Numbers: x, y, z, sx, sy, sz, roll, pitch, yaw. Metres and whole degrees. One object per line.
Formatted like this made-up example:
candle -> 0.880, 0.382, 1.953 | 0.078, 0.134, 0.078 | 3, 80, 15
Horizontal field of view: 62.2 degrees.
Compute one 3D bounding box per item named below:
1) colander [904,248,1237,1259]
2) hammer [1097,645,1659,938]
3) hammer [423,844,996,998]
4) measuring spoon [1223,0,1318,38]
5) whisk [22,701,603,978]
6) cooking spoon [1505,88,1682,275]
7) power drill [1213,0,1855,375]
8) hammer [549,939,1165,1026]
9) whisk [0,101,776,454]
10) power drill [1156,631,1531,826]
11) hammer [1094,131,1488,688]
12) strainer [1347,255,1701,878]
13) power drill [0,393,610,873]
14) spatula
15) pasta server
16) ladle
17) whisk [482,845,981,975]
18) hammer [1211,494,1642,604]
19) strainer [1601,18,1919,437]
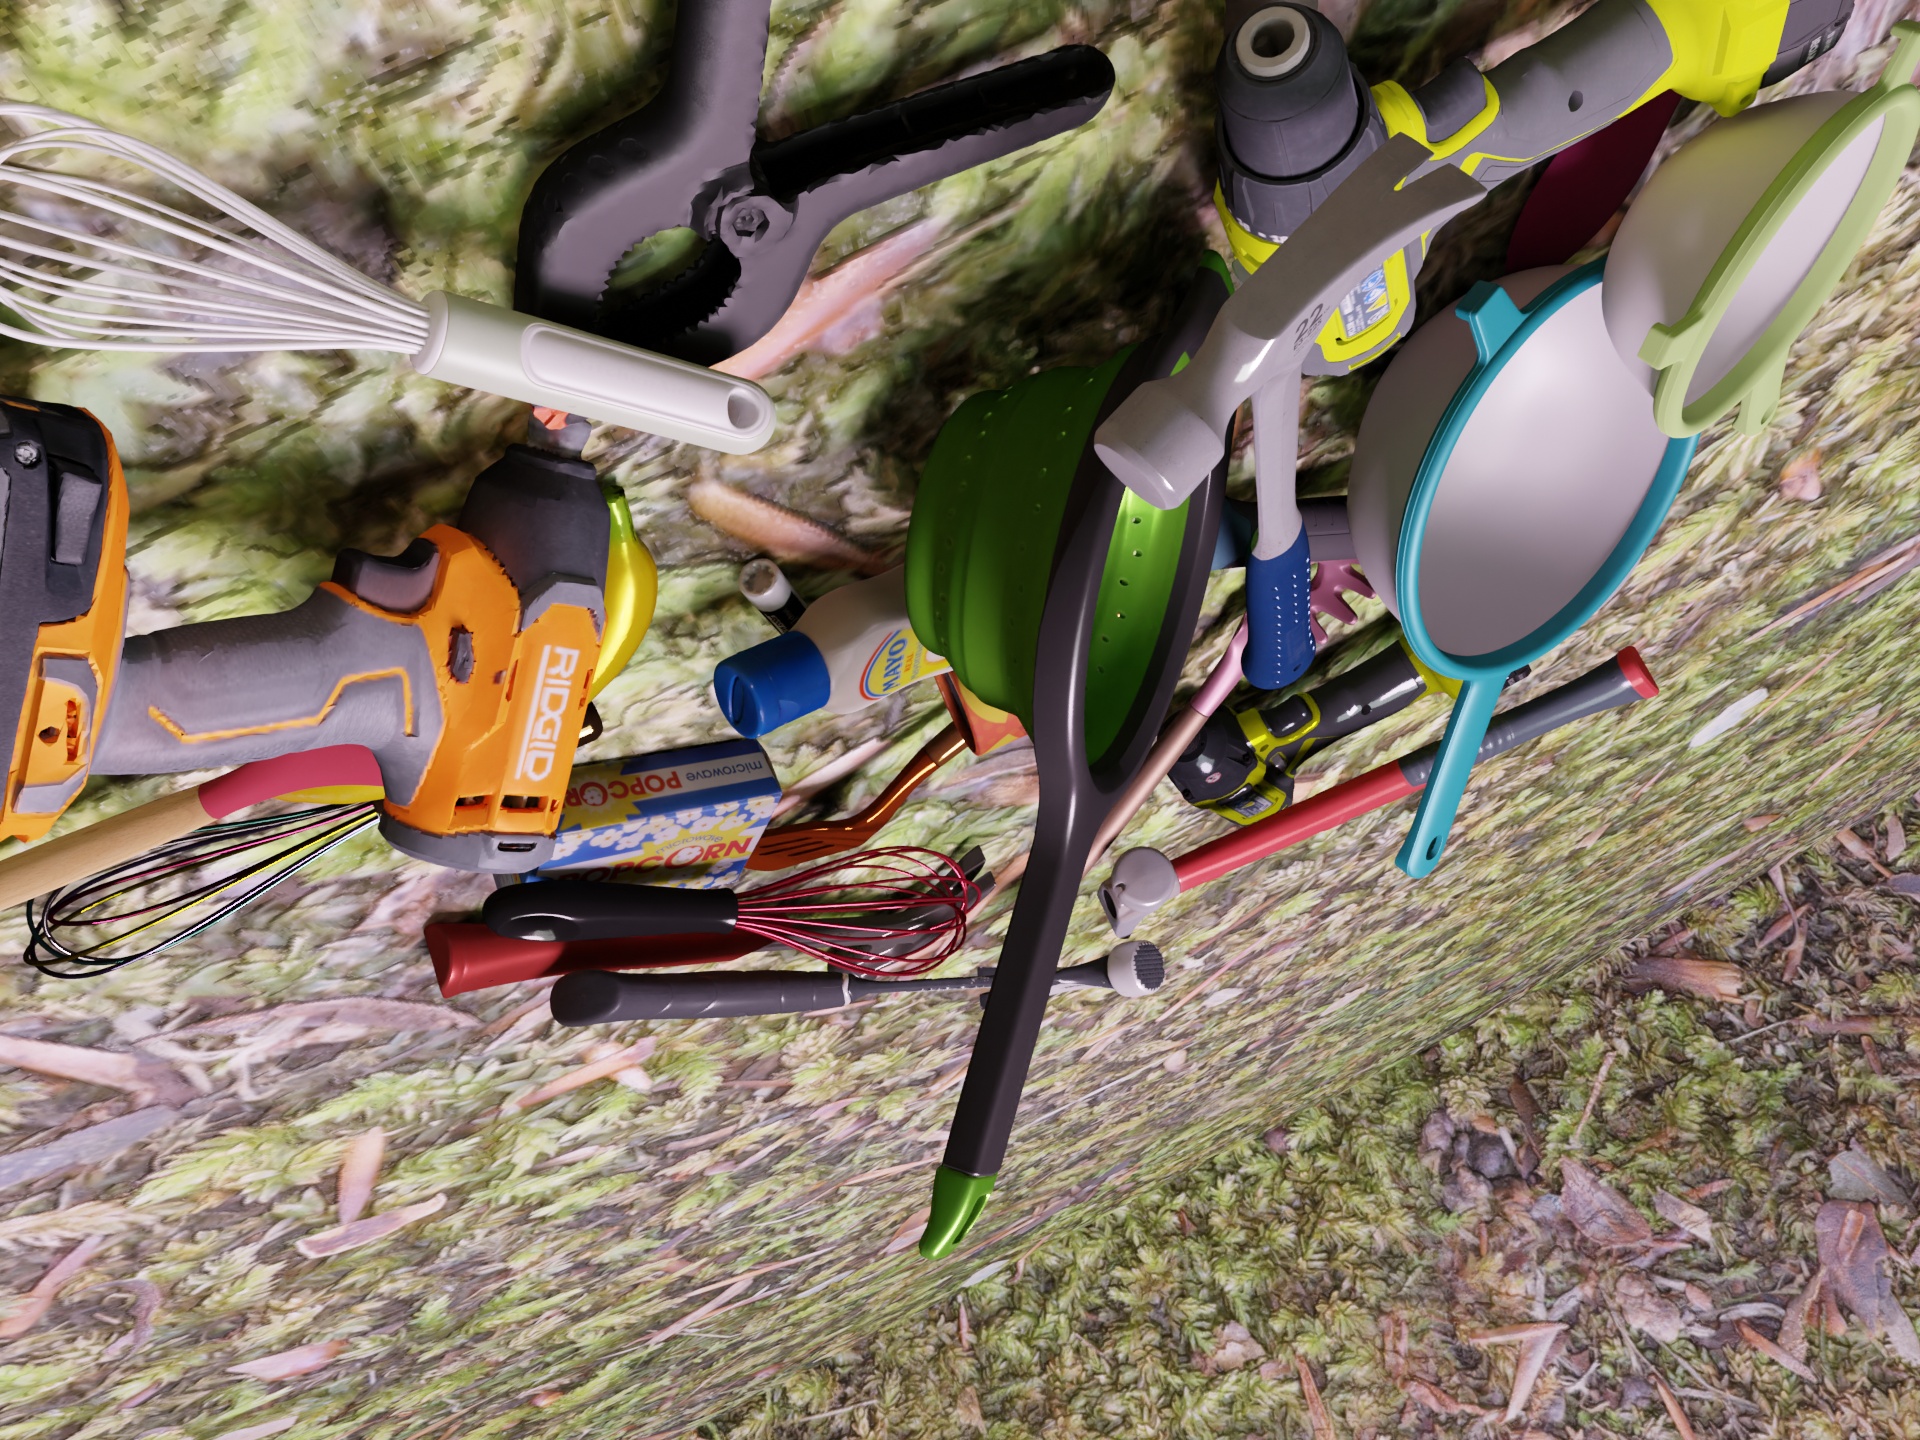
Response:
colander -> 0.016, 0.006, 0.636 | 0.204, 0.094, 0.397 | 33, 73, -71
hammer -> 0.270, 0.046, 1.031 | 0.386, 0.038, 0.143 | -23, 164, -6
hammer -> -0.141, 0.124, 0.932 | 0.358, 0.037, 0.149 | 5, 142, -48
measuring spoon -> 0.081, -0.243, 0.509 | 0.034, 0.018, 0.124 | -43, 151, 27
whisk -> -0.269, 0.043, 0.672 | 0.245, 0.051, 0.047 | -24, 176, -17
cooking spoon -> 0.316, -0.301, 0.633 | 0.068, 0.017, 0.318 | -14, 151, -28
power drill -> 0.193, -0.232, 0.559 | 0.228, 0.080, 0.190 | -33, 159, 10
hammer -> -0.060, 0.162, 0.971 | 0.408, 0.036, 0.149 | 6, 163, -43
whisk -> -0.157, -0.112, 0.446 | 0.246, 0.058, 0.059 | 8, 175, -39
power drill -> 0.235, -0.015, 1.008 | 0.223, 0.080, 0.171 | -33, 155, 16
hammer -> 0.135, -0.084, 0.655 | 0.144, 0.035, 0.405 | -47, 163, -2
strainer -> 0.250, -0.078, 0.804 | 0.211, 0.095, 0.340 | -14, 128, -33
power drill -> -0.211, -0.037, 0.498 | 0.226, 0.084, 0.164 | 7, 101, -49
spatula -> -0.001, -0.003, 0.862 | 0.322, 0.041, 0.081 | -39, 154, 12
pasta server -> 0.127, 0.018, 0.936 | 0.060, 0.040, 0.316 | 23, 113, -33
ladle -> -0.310, 0.039, 0.606 | 0.315, 0.031, 0.069 | -22, 119, 2
whisk -> -0.105, 0.099, 0.819 | 0.295, 0.073, 0.073 | 6, 138, -40
hammer -> 0.257, -0.109, 0.863 | 0.331, 0.033, 0.128 | -7, 109, -26
strainer -> 0.330, -0.186, 0.690 | 0.151, 0.069, 0.256 | -53, 155, 7
